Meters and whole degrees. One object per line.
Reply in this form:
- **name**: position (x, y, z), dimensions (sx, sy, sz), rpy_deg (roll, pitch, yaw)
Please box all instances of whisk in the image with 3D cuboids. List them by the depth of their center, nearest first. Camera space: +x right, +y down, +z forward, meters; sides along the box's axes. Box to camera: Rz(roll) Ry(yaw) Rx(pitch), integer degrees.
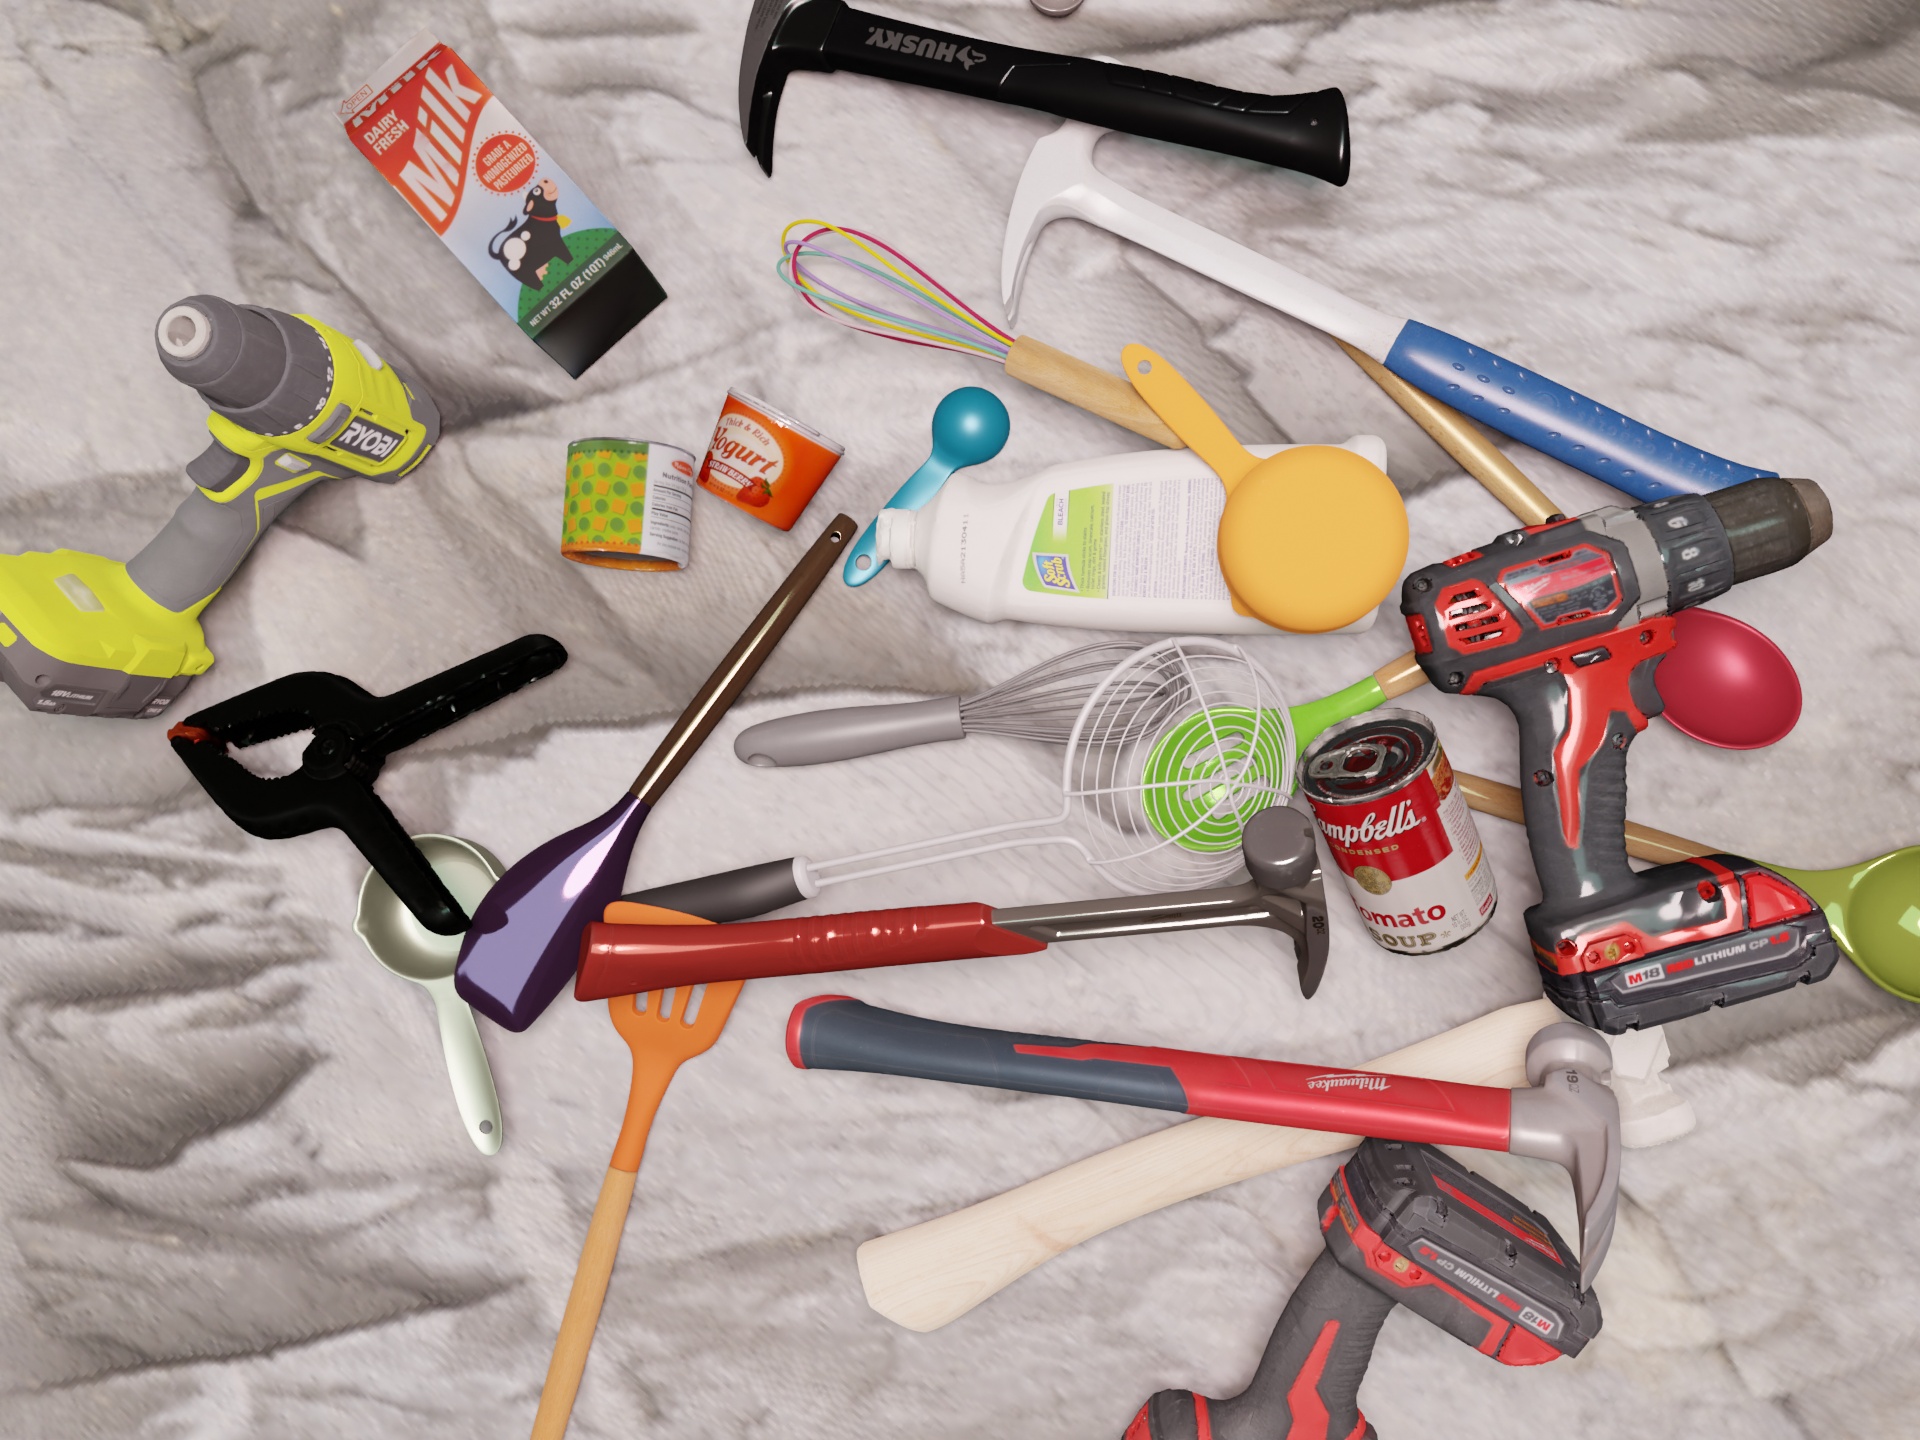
- **whisk**: position (0.008, -0.197, 0.807), dimensions (0.245, 0.051, 0.047), rpy_deg (28, 121, 15)
- **whisk**: position (-0.001, -0.002, 0.816), dimensions (0.239, 0.055, 0.055), rpy_deg (-8, 84, 7)

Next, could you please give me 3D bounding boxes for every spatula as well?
- **spatula**: position (-0.180, 0.253, 0.808), dimensions (0.081, 0.041, 0.322), rpy_deg (15, 87, 1)
- **spatula**: position (-0.152, 0.019, 0.821), dimensions (0.060, 0.018, 0.316), rpy_deg (37, 82, -4)

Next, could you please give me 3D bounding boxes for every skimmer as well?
- **skimmer**: position (-0.014, 0.053, 0.798), dimensions (0.363, 0.090, 0.127), rpy_deg (-14, 112, 19)

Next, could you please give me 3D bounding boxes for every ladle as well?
- **ladle**: position (0.350, 0.062, 0.780), dimensions (0.320, 0.062, 0.078), rpy_deg (17, 83, 8)
- **ladle**: position (0.296, -0.104, 0.812), dimensions (0.069, 0.031, 0.315), rpy_deg (-42, 81, -10)

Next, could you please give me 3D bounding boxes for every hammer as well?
- **hammer**: position (0.094, 0.174, 0.730), dimensions (0.386, 0.143, 0.038), rpy_deg (3, 114, 19)
- **hammer**: position (-0.009, 0.105, 0.756), dimensions (0.359, 0.149, 0.037), rpy_deg (-7, 57, 10)
- **hammer**: position (0.141, 0.200, 0.792), dimensions (0.410, 0.038, 0.146), rpy_deg (-20, 82, 2)
- **hammer**: position (0.207, -0.191, 0.804), dimensions (0.405, 0.035, 0.144), rpy_deg (29, 88, 10)
- **hammer**: position (0.038, -0.322, 0.812), dimensions (0.335, 0.035, 0.146), rpy_deg (20, 85, 18)

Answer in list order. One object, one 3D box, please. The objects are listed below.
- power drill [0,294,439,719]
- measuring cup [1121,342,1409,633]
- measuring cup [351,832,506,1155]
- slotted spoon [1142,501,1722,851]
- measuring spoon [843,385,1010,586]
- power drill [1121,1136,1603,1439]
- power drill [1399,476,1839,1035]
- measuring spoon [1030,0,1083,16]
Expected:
- **power drill**: position (-0.381, -0.108, 0.784), dimensions (0.228, 0.190, 0.080), rpy_deg (-44, 84, 4)
- **measuring cup**: position (0.135, -0.115, 0.741), dimensions (0.095, 0.052, 0.173), rpy_deg (-43, 88, 7)
- **measuring cup**: position (-0.259, 0.140, 0.827), dimensions (0.083, 0.038, 0.167), rpy_deg (-16, 86, 3)
- **slotted spoon**: position (0.231, -0.027, 0.782), dimensions (0.314, 0.031, 0.070), rpy_deg (-30, 85, 13)
- **measuring spoon**: position (-0.022, -0.123, 0.839), dimensions (0.042, 0.021, 0.128), rpy_deg (37, 89, 6)
- **power drill**: position (0.187, 0.313, 0.743), dimensions (0.143, 0.078, 0.219), rpy_deg (33, 102, -4)
- **power drill**: position (0.320, 0.009, 0.721), dimensions (0.188, 0.080, 0.227), rpy_deg (-18, 90, 7)
- **measuring spoon**: position (0.067, -0.436, 0.867), dimensions (0.034, 0.018, 0.124), rpy_deg (19, 80, 6)
